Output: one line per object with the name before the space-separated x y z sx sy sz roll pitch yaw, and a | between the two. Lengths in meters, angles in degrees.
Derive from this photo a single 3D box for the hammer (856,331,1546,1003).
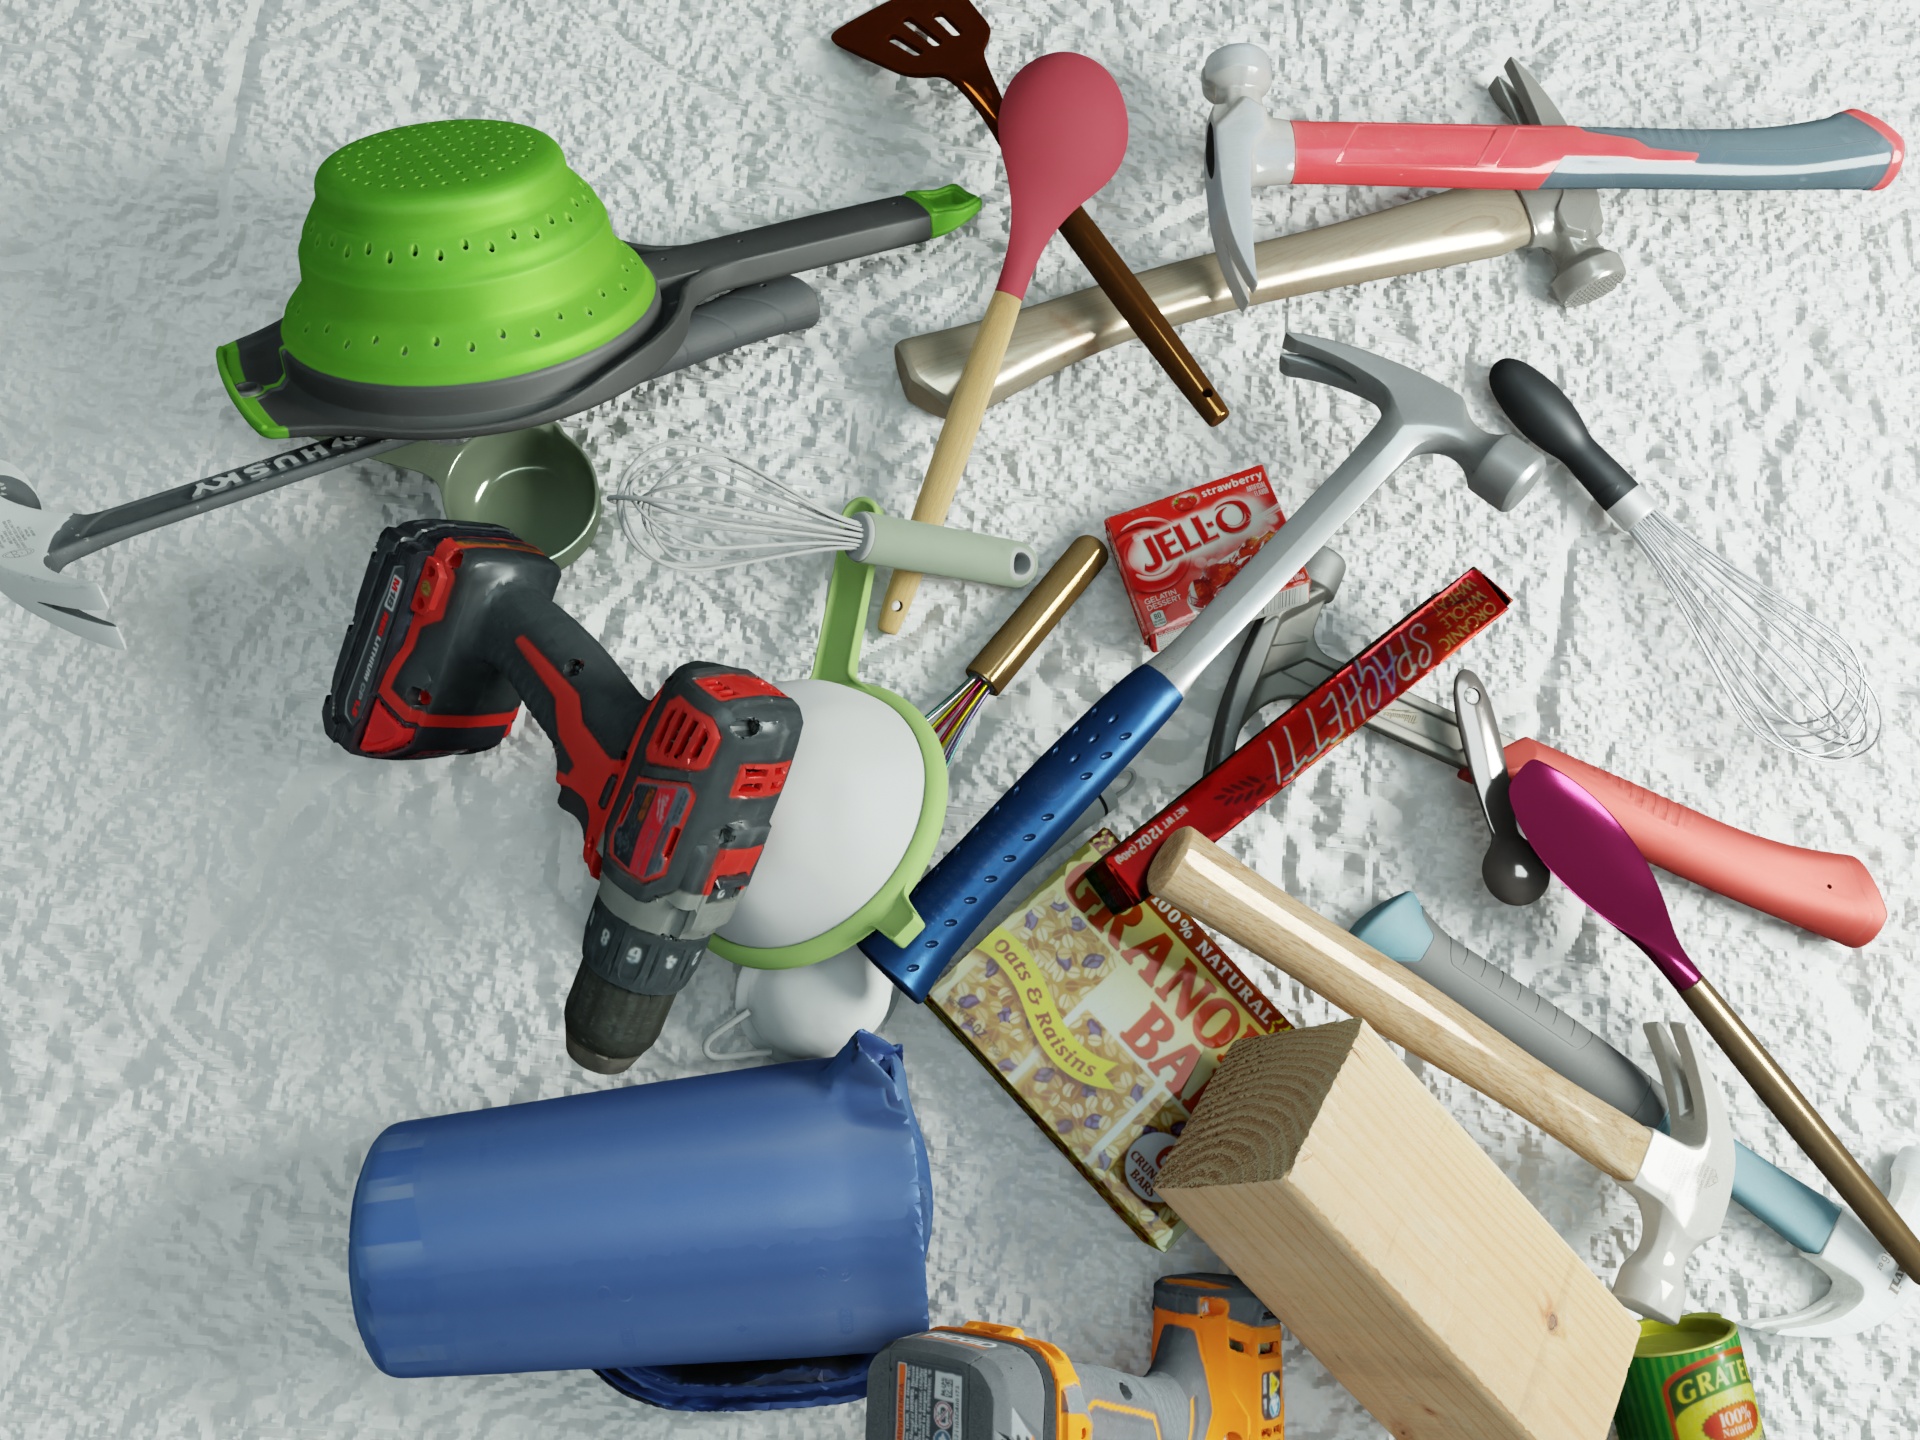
hammer | 0.101 -0.030 0.769 0.144 0.035 0.405 40 77 19

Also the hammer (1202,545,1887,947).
hammer | 0.310 0.042 0.835 0.359 0.036 0.149 24 77 -1

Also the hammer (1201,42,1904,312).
hammer | 0.326 -0.293 0.867 0.386 0.038 0.143 -1 77 -5

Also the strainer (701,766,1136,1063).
strainer | -0.010 0.095 0.780 0.258 0.050 0.086 -35 119 -19

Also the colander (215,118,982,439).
colander | -0.165 -0.247 0.776 0.397 0.094 0.205 -22 43 -23

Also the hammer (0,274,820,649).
hammer | -0.243 -0.142 0.750 0.409 0.036 0.149 -27 44 -28

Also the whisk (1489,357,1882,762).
whisk | 0.388 -0.092 0.862 0.070 0.070 0.285 -37 80 -12

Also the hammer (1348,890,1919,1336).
hammer | 0.343 0.192 0.810 0.331 0.033 0.128 35 76 2

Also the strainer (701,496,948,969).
strainer | -0.078 -0.012 0.761 0.151 0.069 0.257 -6 60 27

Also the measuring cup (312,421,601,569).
measuring cup | -0.262 -0.125 0.806 0.167 0.038 0.083 20 77 1

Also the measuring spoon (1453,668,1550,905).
measuring spoon | 0.272 0.032 0.806 0.034 0.018 0.124 -10 78 -7

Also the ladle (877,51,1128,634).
ladle | 0.014 -0.194 0.818 0.069 0.031 0.315 19 93 -9

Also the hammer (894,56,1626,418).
hammer | 0.159 -0.255 0.880 0.410 0.038 0.146 -17 79 -9

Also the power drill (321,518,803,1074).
power drill | -0.183 0.028 0.709 0.227 0.080 0.188 33 108 27

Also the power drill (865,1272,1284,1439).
power drill | 0.063 0.330 0.677 0.226 0.084 0.164 13 73 -46

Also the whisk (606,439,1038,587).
whisk | -0.056 -0.089 0.763 0.246 0.059 0.058 5 92 -41

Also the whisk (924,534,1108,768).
whisk | 0.000 -0.002 0.807 0.051 0.047 0.245 39 74 4

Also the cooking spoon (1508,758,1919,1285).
cooking spoon | 0.378 0.151 0.790 0.319 0.017 0.069 51 49 3

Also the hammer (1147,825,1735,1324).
hammer | 0.230 0.146 0.744 0.331 0.031 0.130 33 72 -10

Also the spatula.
spatula | 0.045 -0.283 0.855 0.081 0.041 0.323 -31 78 -11
